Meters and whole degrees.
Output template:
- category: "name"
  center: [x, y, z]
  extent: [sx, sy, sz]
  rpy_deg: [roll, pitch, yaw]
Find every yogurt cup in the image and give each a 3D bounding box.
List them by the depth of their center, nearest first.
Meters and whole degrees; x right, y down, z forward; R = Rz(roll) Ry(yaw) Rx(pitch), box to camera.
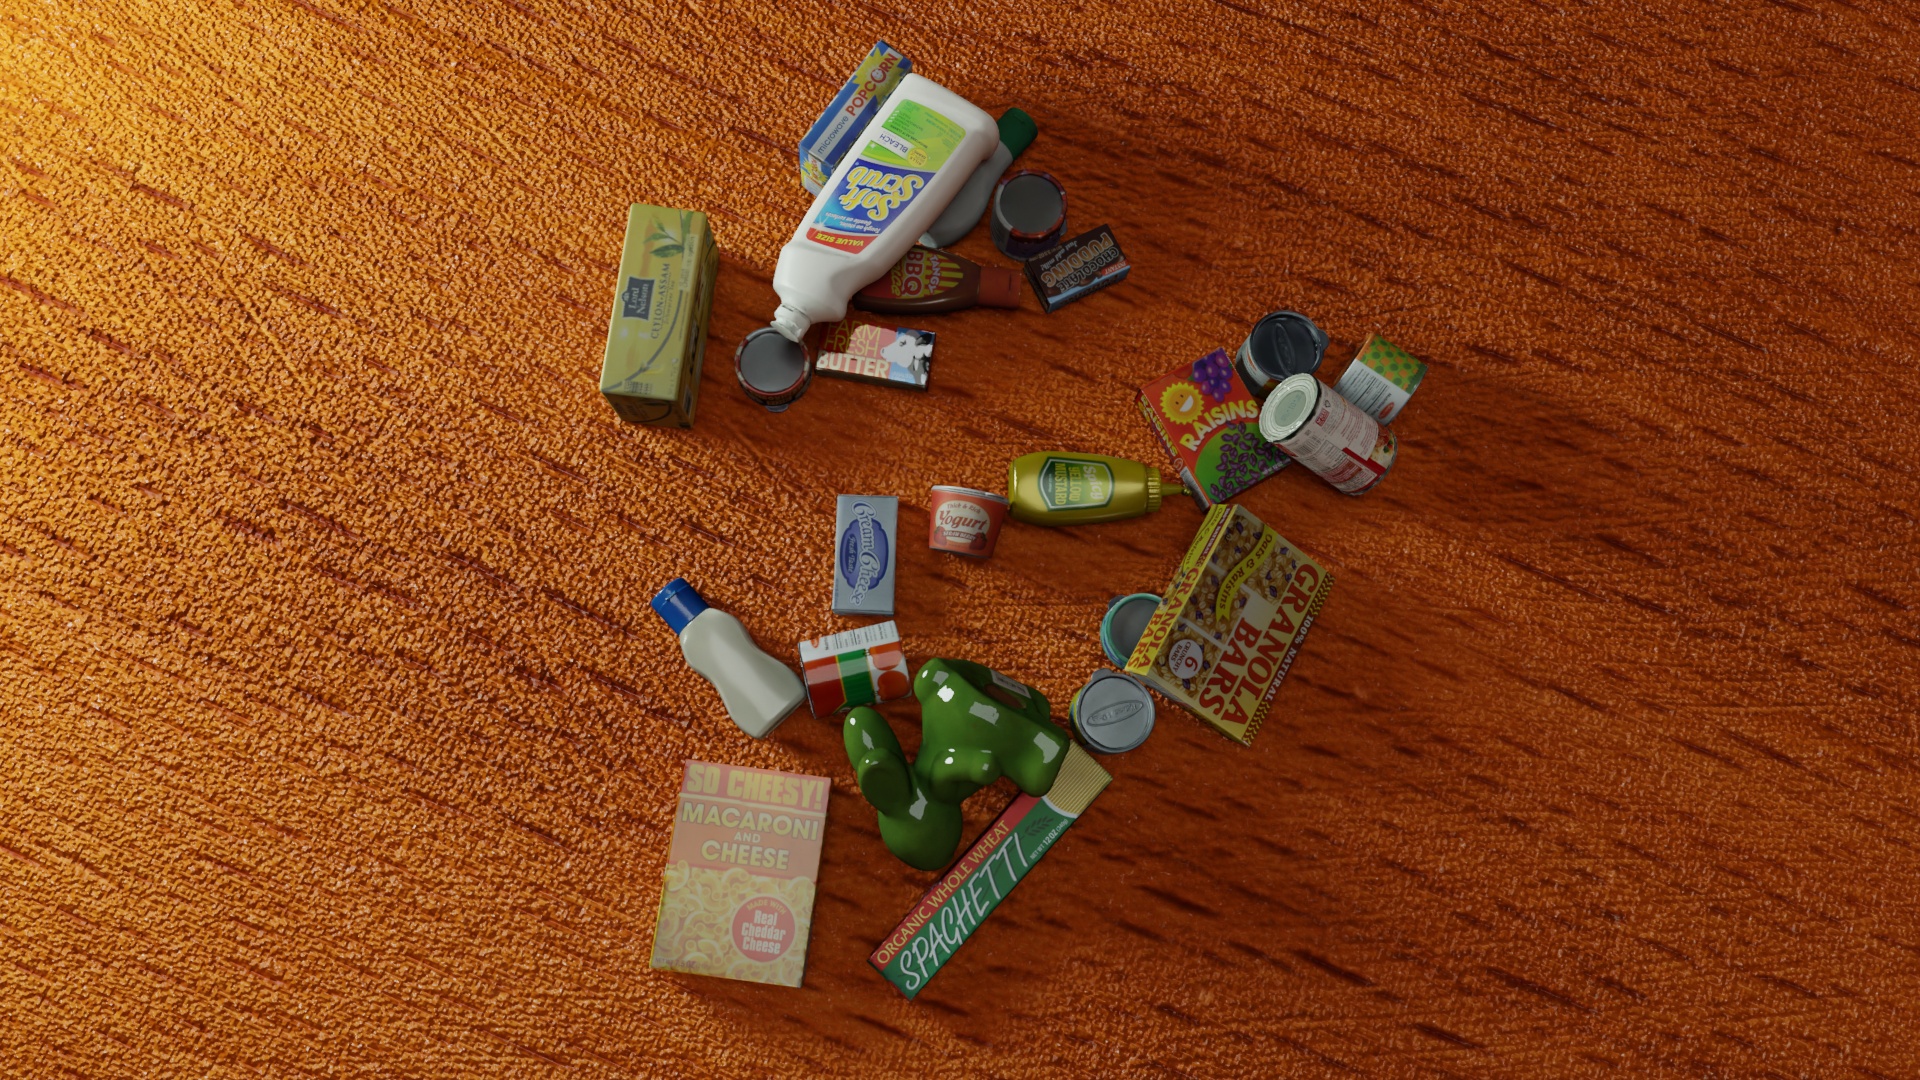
- category: "yogurt cup"
  center: [0.004, -0.015, 1.189]
  extent: [0.072, 0.072, 0.054]
  rpy_deg: [10, 87, -1]

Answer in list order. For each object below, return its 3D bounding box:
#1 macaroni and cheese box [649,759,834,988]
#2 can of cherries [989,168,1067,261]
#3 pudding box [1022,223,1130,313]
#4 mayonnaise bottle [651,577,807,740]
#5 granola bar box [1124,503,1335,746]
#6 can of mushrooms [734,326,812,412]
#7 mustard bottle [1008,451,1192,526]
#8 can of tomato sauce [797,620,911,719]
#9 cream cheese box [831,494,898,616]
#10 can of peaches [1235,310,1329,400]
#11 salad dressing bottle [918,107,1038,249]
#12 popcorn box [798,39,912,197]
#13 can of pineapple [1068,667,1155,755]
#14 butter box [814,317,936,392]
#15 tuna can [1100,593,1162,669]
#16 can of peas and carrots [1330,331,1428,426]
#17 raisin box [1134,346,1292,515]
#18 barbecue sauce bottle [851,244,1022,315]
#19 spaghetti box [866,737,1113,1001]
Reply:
- category: "macaroni and cheese box"
  center: [-0.177, 0.270, 1.135]
  extent: [0.124, 0.040, 0.166]
  rpy_deg: [8, 79, -1]
- category: "can of cherries"
  center: [0.063, -0.293, 1.248]
  extent: [0.071, 0.058, 0.071]
  rpy_deg: [0, 79, -2]
- category: "pudding box"
  center: [0.105, -0.245, 1.255]
  extent: [0.084, 0.030, 0.049]
  rpy_deg: [-25, 82, -7]
- category: "mayonnaise bottle"
  center: [-0.198, 0.095, 1.168]
  extent: [0.065, 0.041, 0.148]
  rpy_deg: [-42, 82, -11]
- category: "granola bar box"
  center: [0.229, 0.070, 1.172]
  extent: [0.124, 0.039, 0.166]
  rpy_deg: [34, 78, -21]
- category: "can of mushrooms"
  center: [-0.164, -0.151, 1.222]
  extent: [0.071, 0.033, 0.071]
  rpy_deg: [1, 78, -3]
- category: "mustard bottle"
  center: [0.123, -0.045, 1.207]
  extent: [0.160, 0.048, 0.065]
  rpy_deg: [-1, 81, -3]
- category: "can of tomato sauce"
  center: [-0.088, 0.109, 1.158]
  extent: [0.083, 0.071, 0.071]
  rpy_deg: [-13, 80, -6]
- category: "cream cheese box"
  center: [-0.082, 0.013, 1.198]
  extent: [0.053, 0.024, 0.104]
  rpy_deg: [2, 79, -3]
- category: "can of peaches"
  center: [0.285, -0.163, 1.233]
  extent: [0.071, 0.058, 0.071]
  rpy_deg: [1, 78, -3]
- category: "salad dressing bottle"
  center: [0.011, -0.331, 1.262]
  extent: [0.064, 0.044, 0.148]
  rpy_deg: [40, 79, 7]
- category: "popcorn box"
  center: [-0.094, -0.372, 1.243]
  extent: [0.038, 0.085, 0.127]
  rpy_deg: [34, 79, 3]
- category: "can of pineapple"
  center: [0.126, 0.144, 1.164]
  extent: [0.071, 0.057, 0.071]
  rpy_deg: [1, 79, -3]
- category: "butter box"
  center: [-0.076, -0.166, 1.234]
  extent: [0.103, 0.024, 0.053]
  rpy_deg: [9, 79, -1]
- category: "tuna can"
  center: [0.153, 0.077, 1.192]
  extent: [0.071, 0.032, 0.071]
  rpy_deg: [1, 79, -3]
- category: "can of peas and carrots"
  center: [0.370, -0.144, 1.231]
  extent: [0.059, 0.071, 0.071]
  rpy_deg: [34, 80, 5]
- category: "raisin box"
  center: [0.222, -0.097, 1.227]
  extent: [0.086, 0.040, 0.123]
  rpy_deg: [-28, 81, -7]
- category: "barbecue sauce bottle"
  center: [-0.021, -0.231, 1.240]
  extent: [0.149, 0.043, 0.065]
  rpy_deg: [5, 78, -2]
- category: "spaghetti box"
  center: [0.026, 0.271, 1.150]
  extent: [0.050, 0.028, 0.250]
  rpy_deg: [43, 80, 6]
